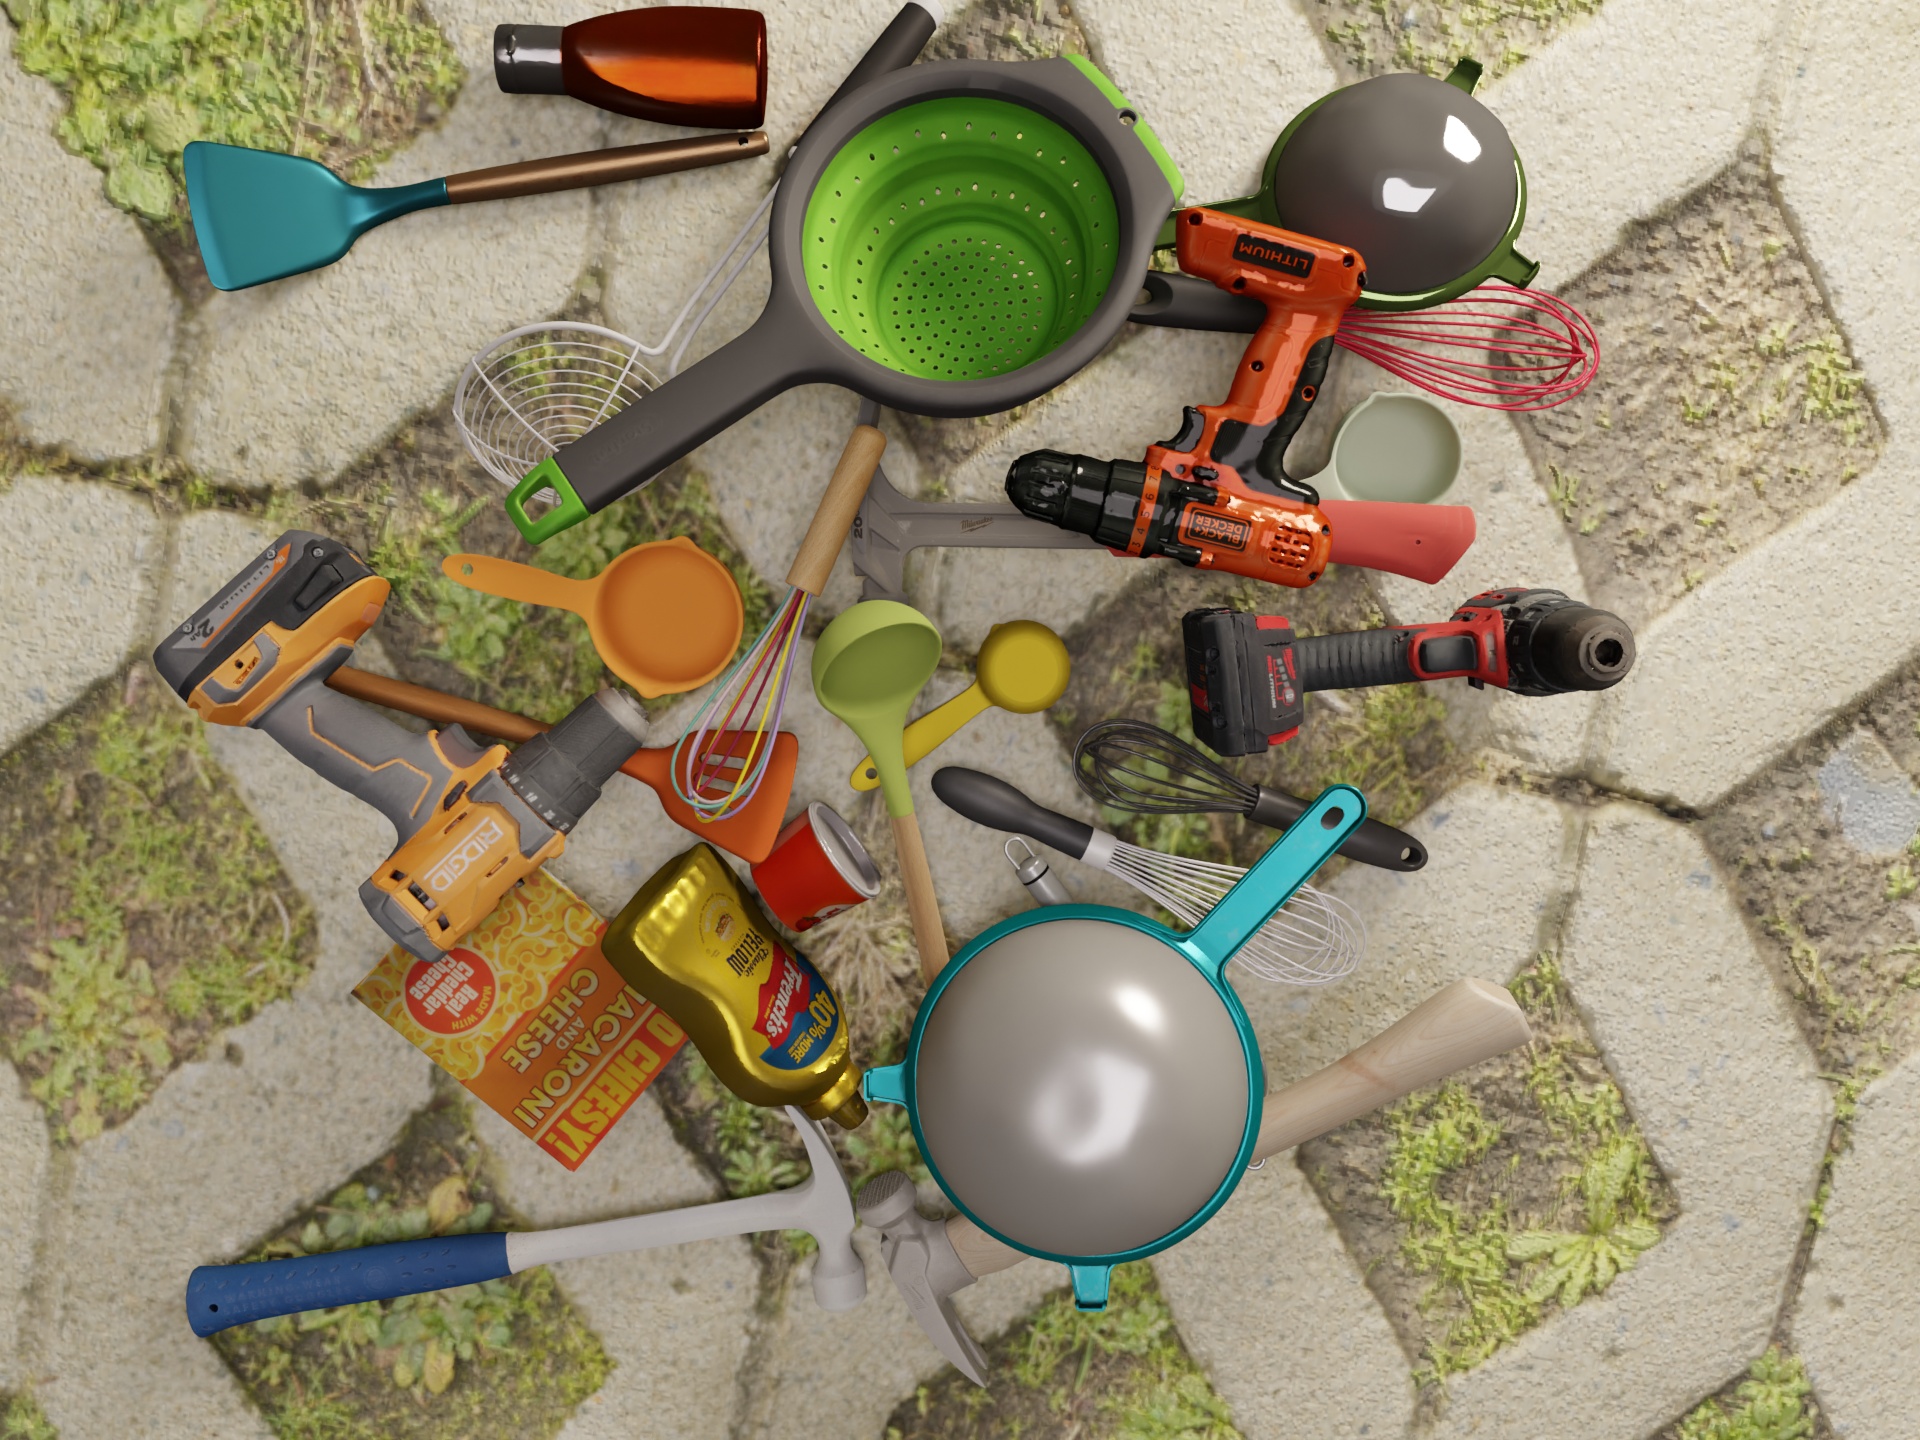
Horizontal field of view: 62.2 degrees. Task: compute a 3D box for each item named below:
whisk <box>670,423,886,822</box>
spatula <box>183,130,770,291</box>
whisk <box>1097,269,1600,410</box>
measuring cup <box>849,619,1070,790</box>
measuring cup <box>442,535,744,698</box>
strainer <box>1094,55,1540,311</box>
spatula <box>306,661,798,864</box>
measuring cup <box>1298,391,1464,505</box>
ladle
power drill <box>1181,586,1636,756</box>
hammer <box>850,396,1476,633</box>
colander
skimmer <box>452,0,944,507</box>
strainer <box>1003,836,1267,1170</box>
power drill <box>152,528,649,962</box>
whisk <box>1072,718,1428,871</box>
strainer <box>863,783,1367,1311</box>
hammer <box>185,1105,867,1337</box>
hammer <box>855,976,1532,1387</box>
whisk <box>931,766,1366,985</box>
[{"bbox_3d":[-0.102,-0.056,0.909,0.051,0.047,0.245,24,89,-5],"label":"whisk"},{"bbox_3d":[-0.265,-0.304,0.899,0.317,0.044,0.082,-10,94,-3],"label":"spatula"},{"bbox_3d":[0.227,-0.232,0.935,0.296,0.073,0.073,9,97,2],"label":"whisk"},{"bbox_3d":[-0.002,-0.003,0.960,0.156,0.029,0.062,-35,98,0],"label":"measuring cup"},{"bbox_3d":[-0.210,-0.072,0.929,0.173,0.052,0.095,13,96,-3],"label":"measuring cup"},{"bbox_3d":[0.194,-0.303,0.892,0.256,0.069,0.152,-9,74,2],"label":"strainer"},{"bbox_3d":[-0.258,0.005,0.940,0.322,0.041,0.081,16,85,-4],"label":"spatula"},{"bbox_3d":[0.216,-0.143,0.957,0.167,0.038,0.083,-20,104,13],"label":"measuring cup"},{"bbox_3d":[-0.025,0.083,0.943,0.078,0.062,0.320,-17,107,-18],"label":"ladle"},{"bbox_3d":[0.249,-0.034,0.896,0.226,0.188,0.080,-7,96,1],"label":"power drill"},{"bbox_3d":[0.115,-0.122,0.930,0.359,0.037,0.149,1,98,4],"label":"hammer"},{"bbox_3d":[-0.066,-0.205,0.876,0.397,0.094,0.204,-34,78,-5],"label":"colander"},{"bbox_3d":[-0.141,-0.275,0.908,0.363,0.090,0.127,-54,135,-7],"label":"skimmer"},{"bbox_3d":[0.106,0.170,0.975,0.087,0.050,0.258,-37,101,-2],"label":"strainer"},{"bbox_3d":[-0.305,-0.004,0.893,0.185,0.084,0.226,-44,92,-5],"label":"power drill"},{"bbox_3d":[0.179,0.053,0.972,0.239,0.055,0.055,18,96,-10],"label":"whisk"},{"bbox_3d":[0.107,0.165,0.887,0.211,0.095,0.340,43,97,9],"label":"strainer"},{"bbox_3d":[-0.268,0.321,0.983,0.405,0.035,0.144,-8,98,-2],"label":"hammer"},{"bbox_3d":[0.148,0.268,0.957,0.410,0.038,0.146,-26,102,11],"label":"hammer"},{"bbox_3d":[0.113,0.092,0.969,0.284,0.070,0.070,23,95,-1],"label":"whisk"}]
